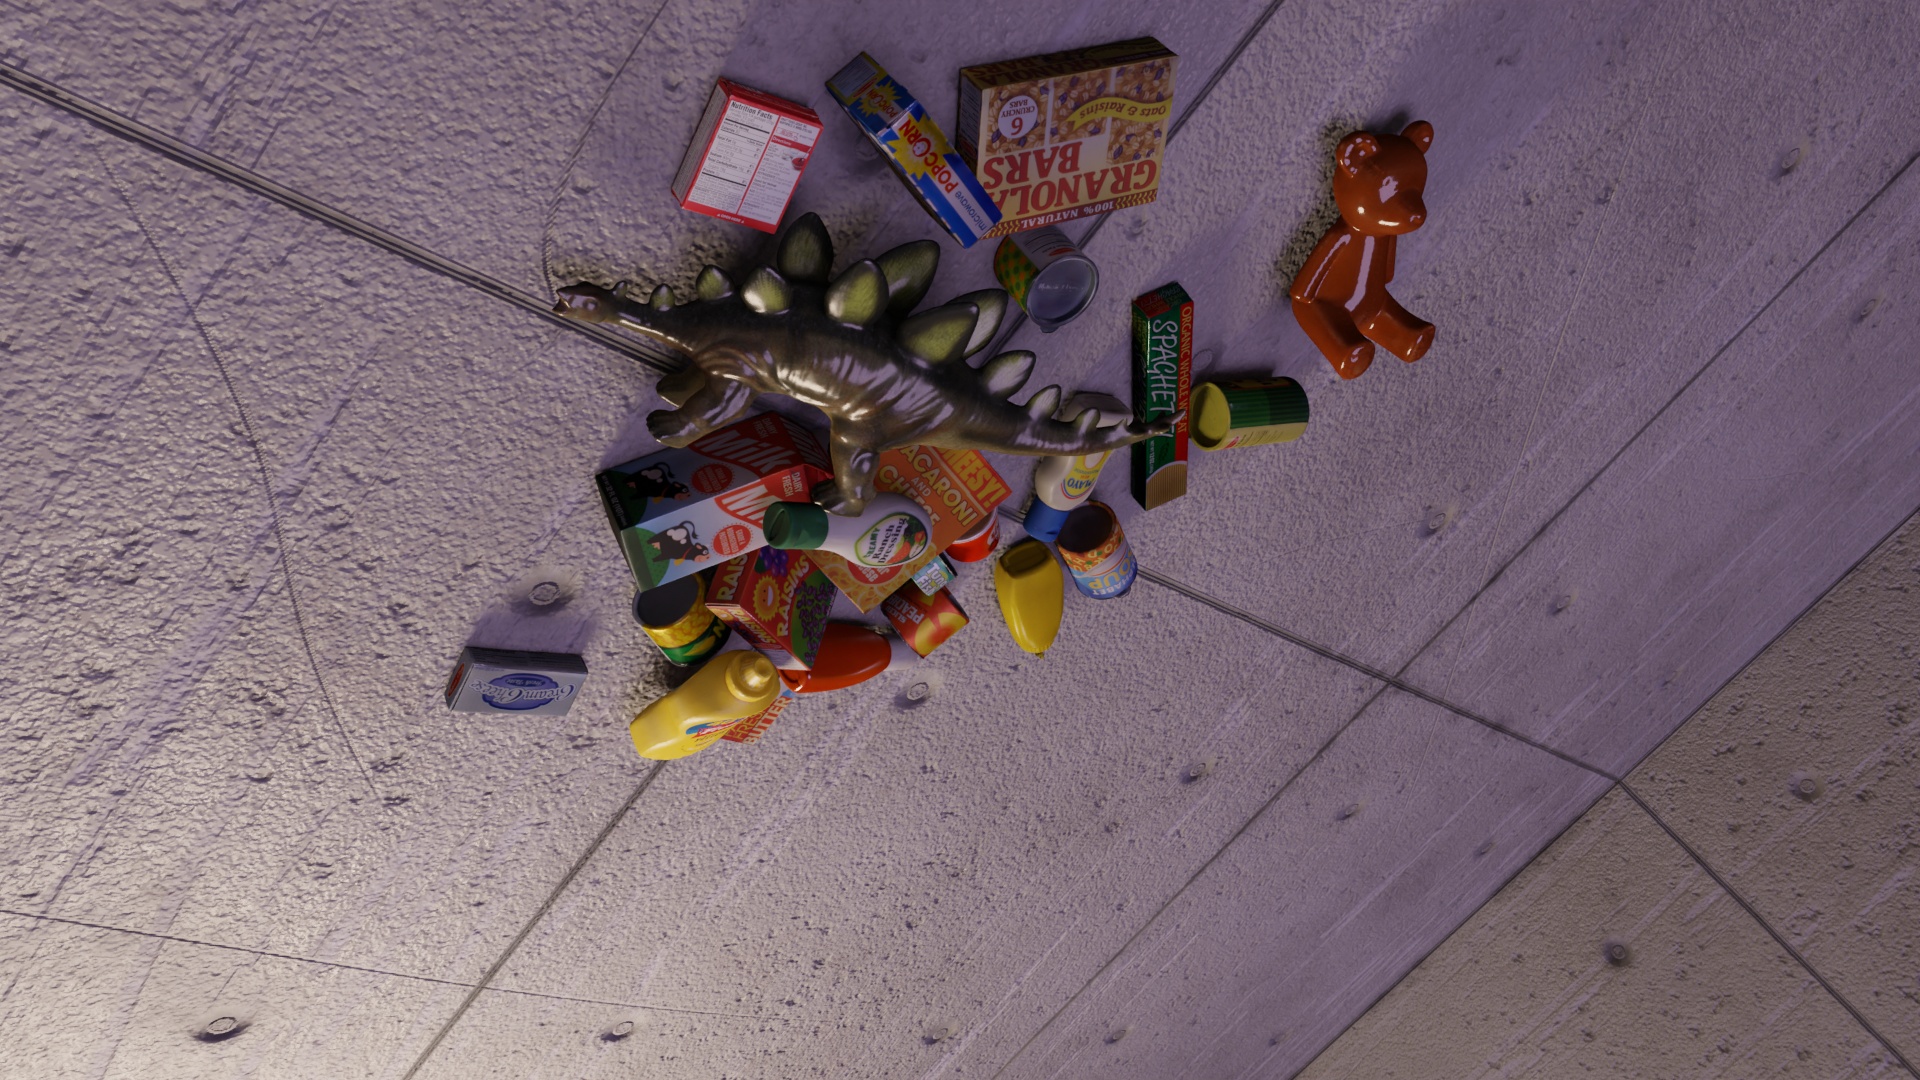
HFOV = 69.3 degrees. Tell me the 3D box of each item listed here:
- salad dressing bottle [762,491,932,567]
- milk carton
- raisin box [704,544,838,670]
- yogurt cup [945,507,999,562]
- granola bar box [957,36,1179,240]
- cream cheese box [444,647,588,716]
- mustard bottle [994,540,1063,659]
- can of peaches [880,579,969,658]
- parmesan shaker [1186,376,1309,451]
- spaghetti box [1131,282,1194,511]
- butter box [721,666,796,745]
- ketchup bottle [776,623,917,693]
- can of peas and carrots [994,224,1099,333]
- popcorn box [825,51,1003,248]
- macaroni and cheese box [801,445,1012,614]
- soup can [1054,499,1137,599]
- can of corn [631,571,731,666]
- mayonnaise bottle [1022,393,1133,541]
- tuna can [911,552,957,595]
[{"bbox_3d":[-0.088,-0.010,1.101,0.148,0.044,0.064,2,124,-46],"label":"salad dressing bottle"},{"bbox_3d":[-0.180,-0.039,1.099,0.191,0.072,0.073,-22,139,-16],"label":"milk carton"},{"bbox_3d":[-0.160,0.047,1.188,0.123,0.040,0.086,52,47,-50],"label":"raisin box"},{"bbox_3d":[0.004,-0.016,1.259,0.072,0.072,0.053,-31,148,-5],"label":"yogurt cup"},{"bbox_3d":[0.077,-0.303,1.048,0.166,0.039,0.123,-17,136,-21],"label":"granola bar box"},{"bbox_3d":[-0.369,0.119,1.158,0.104,0.024,0.053,10,123,-41],"label":"cream cheese box"},{"bbox_3d":[0.072,0.069,1.400,0.065,0.049,0.159,-23,139,-14],"label":"mustard bottle"},{"bbox_3d":[-0.034,0.067,1.310,0.058,0.071,0.071,-38,140,3],"label":"can of peaches"},{"bbox_3d":[0.276,-0.123,1.345,0.103,0.071,0.071,-8,133,-30],"label":"parmesan shaker"},{"bbox_3d":[0.188,-0.128,1.304,0.050,0.029,0.248,-24,139,-15],"label":"spaghetti box"},{"bbox_3d":[-0.190,0.148,1.312,0.053,0.024,0.103,23,114,-46],"label":"butter box"},{"bbox_3d":[-0.104,0.107,1.307,0.149,0.065,0.043,0,143,-46],"label":"ketchup bottle"},{"bbox_3d":[0.068,-0.212,1.115,0.071,0.059,0.070,-19,138,-18],"label":"can of peas and carrots"},{"bbox_3d":[-0.031,-0.270,0.968,0.038,0.085,0.126,-41,139,5],"label":"popcorn box"},{"bbox_3d":[-0.059,-0.036,1.182,0.166,0.040,0.123,-40,117,4],"label":"macaroni and cheese box"},{"bbox_3d":[0.134,0.011,1.369,0.071,0.071,0.083,-34,140,-2],"label":"soup can"},{"bbox_3d":[-0.231,0.062,1.165,0.071,0.071,0.058,-32,140,-5],"label":"can of corn"},{"bbox_3d":[0.104,-0.067,1.295,0.065,0.041,0.147,0,128,-37],"label":"mayonnaise bottle"},{"bbox_3d":[-0.033,0.017,1.257,0.033,0.071,0.071,-36,140,3],"label":"tuna can"}]
